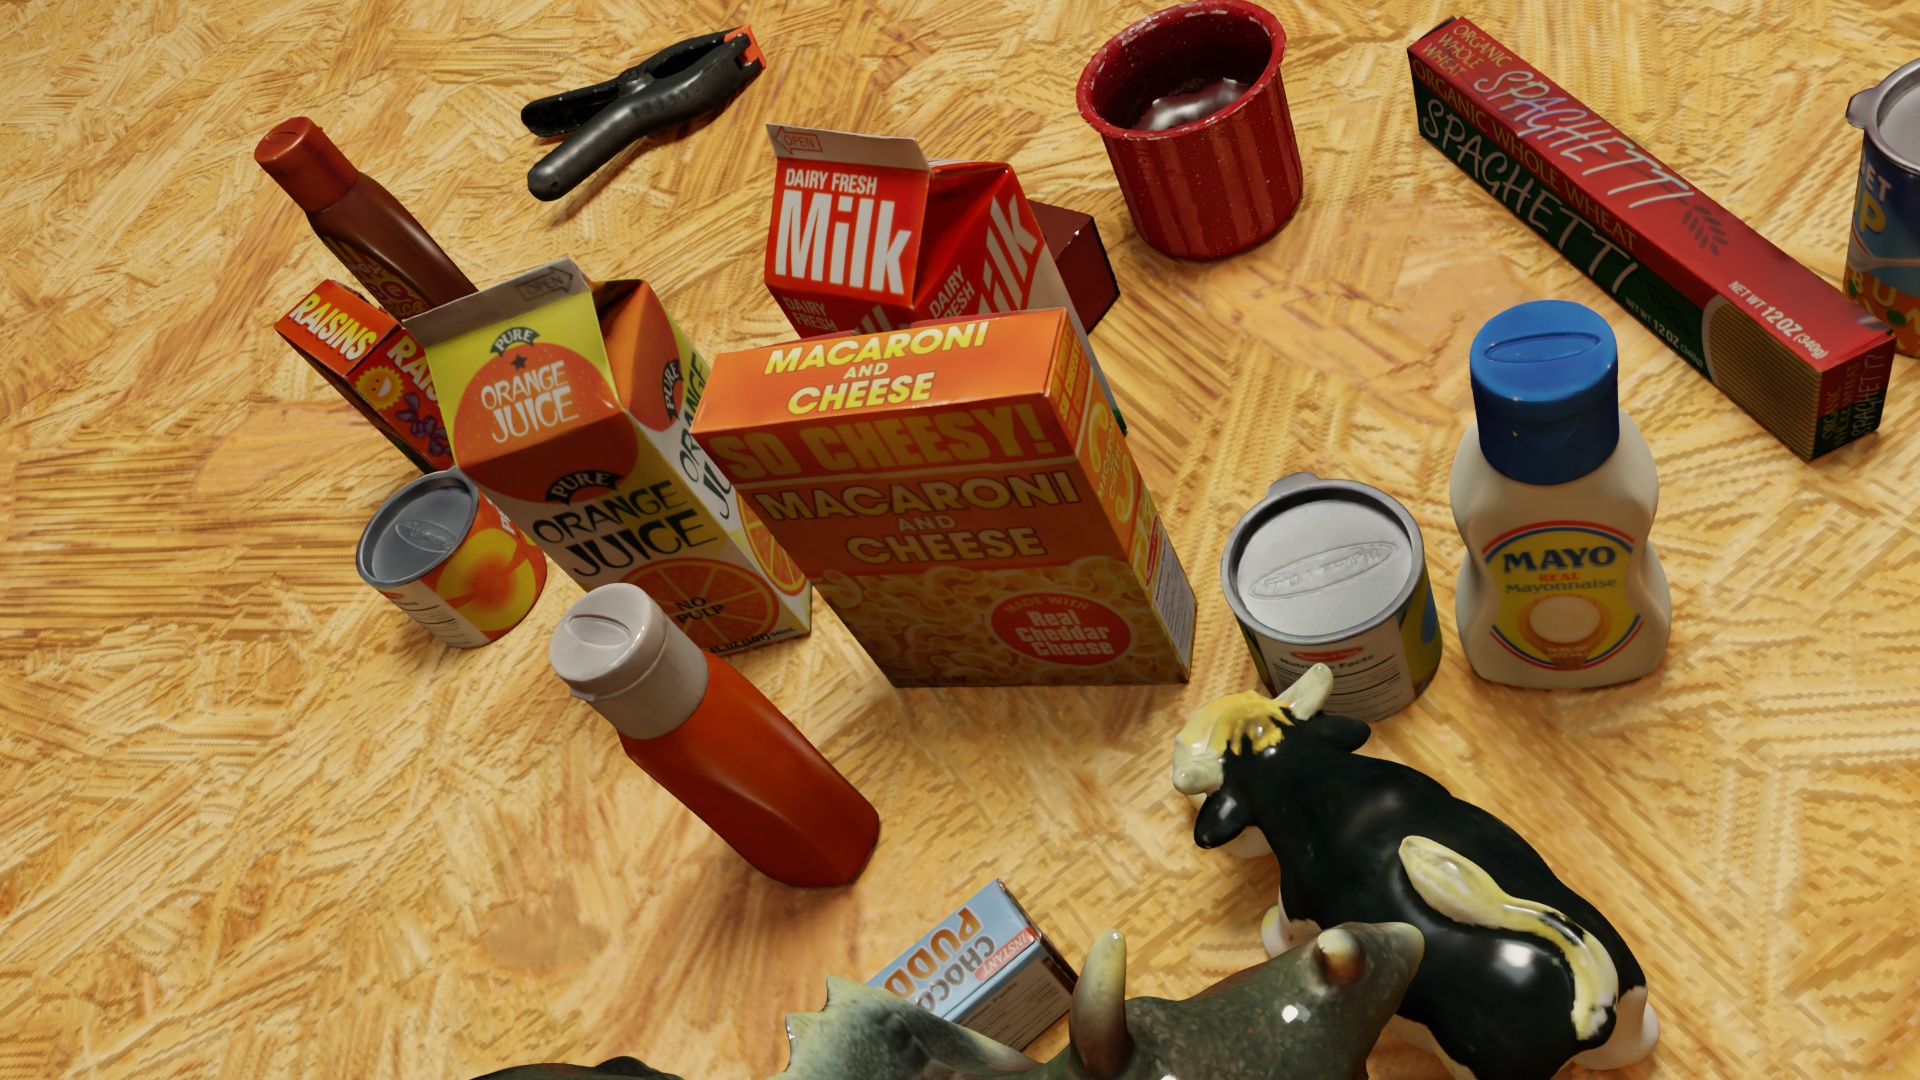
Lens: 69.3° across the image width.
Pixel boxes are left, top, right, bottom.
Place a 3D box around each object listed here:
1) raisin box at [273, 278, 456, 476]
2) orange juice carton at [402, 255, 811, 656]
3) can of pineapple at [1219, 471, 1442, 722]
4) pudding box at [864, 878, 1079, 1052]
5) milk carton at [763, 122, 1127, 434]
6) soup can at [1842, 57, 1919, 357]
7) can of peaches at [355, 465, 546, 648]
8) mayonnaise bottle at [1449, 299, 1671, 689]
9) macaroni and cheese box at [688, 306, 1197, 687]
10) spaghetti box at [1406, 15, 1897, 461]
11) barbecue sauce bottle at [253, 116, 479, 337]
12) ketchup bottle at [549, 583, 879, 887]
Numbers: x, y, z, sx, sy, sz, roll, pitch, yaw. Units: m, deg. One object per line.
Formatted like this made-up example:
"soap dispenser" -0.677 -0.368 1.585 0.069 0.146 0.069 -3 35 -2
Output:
"raisin box" -0.271 -0.067 0.693 0.086 0.123 0.040 29 71 39
"orange juice carton" -0.132 -0.033 0.552 0.072 0.192 0.073 -16 49 15
"can of pineapple" 0.128 0.020 0.477 0.071 0.057 0.071 -13 50 16
"pudding box" -0.005 0.152 0.443 0.084 0.049 0.030 -38 48 -6
"milk carton" -0.007 -0.082 0.533 0.072 0.189 0.074 16 63 34
"soup can" 0.333 -0.112 0.464 0.071 0.083 0.072 -13 50 16
"can of peaches" -0.240 0.008 0.664 0.071 0.058 0.071 -13 50 16
"mayonnaise bottle" 0.177 -0.008 0.414 0.065 0.147 0.041 -5 53 23
"macaroni and cheese box" 0.002 -0.006 0.485 0.123 0.165 0.040 -4 53 23
"spaghetti box" 0.252 -0.128 0.538 0.028 0.050 0.251 -29 47 3
"barbecue sauce bottle" -0.332 -0.171 0.789 0.065 0.148 0.044 10 60 32
"ketchup bottle" -0.085 0.070 0.478 0.065 0.148 0.044 10 60 32
